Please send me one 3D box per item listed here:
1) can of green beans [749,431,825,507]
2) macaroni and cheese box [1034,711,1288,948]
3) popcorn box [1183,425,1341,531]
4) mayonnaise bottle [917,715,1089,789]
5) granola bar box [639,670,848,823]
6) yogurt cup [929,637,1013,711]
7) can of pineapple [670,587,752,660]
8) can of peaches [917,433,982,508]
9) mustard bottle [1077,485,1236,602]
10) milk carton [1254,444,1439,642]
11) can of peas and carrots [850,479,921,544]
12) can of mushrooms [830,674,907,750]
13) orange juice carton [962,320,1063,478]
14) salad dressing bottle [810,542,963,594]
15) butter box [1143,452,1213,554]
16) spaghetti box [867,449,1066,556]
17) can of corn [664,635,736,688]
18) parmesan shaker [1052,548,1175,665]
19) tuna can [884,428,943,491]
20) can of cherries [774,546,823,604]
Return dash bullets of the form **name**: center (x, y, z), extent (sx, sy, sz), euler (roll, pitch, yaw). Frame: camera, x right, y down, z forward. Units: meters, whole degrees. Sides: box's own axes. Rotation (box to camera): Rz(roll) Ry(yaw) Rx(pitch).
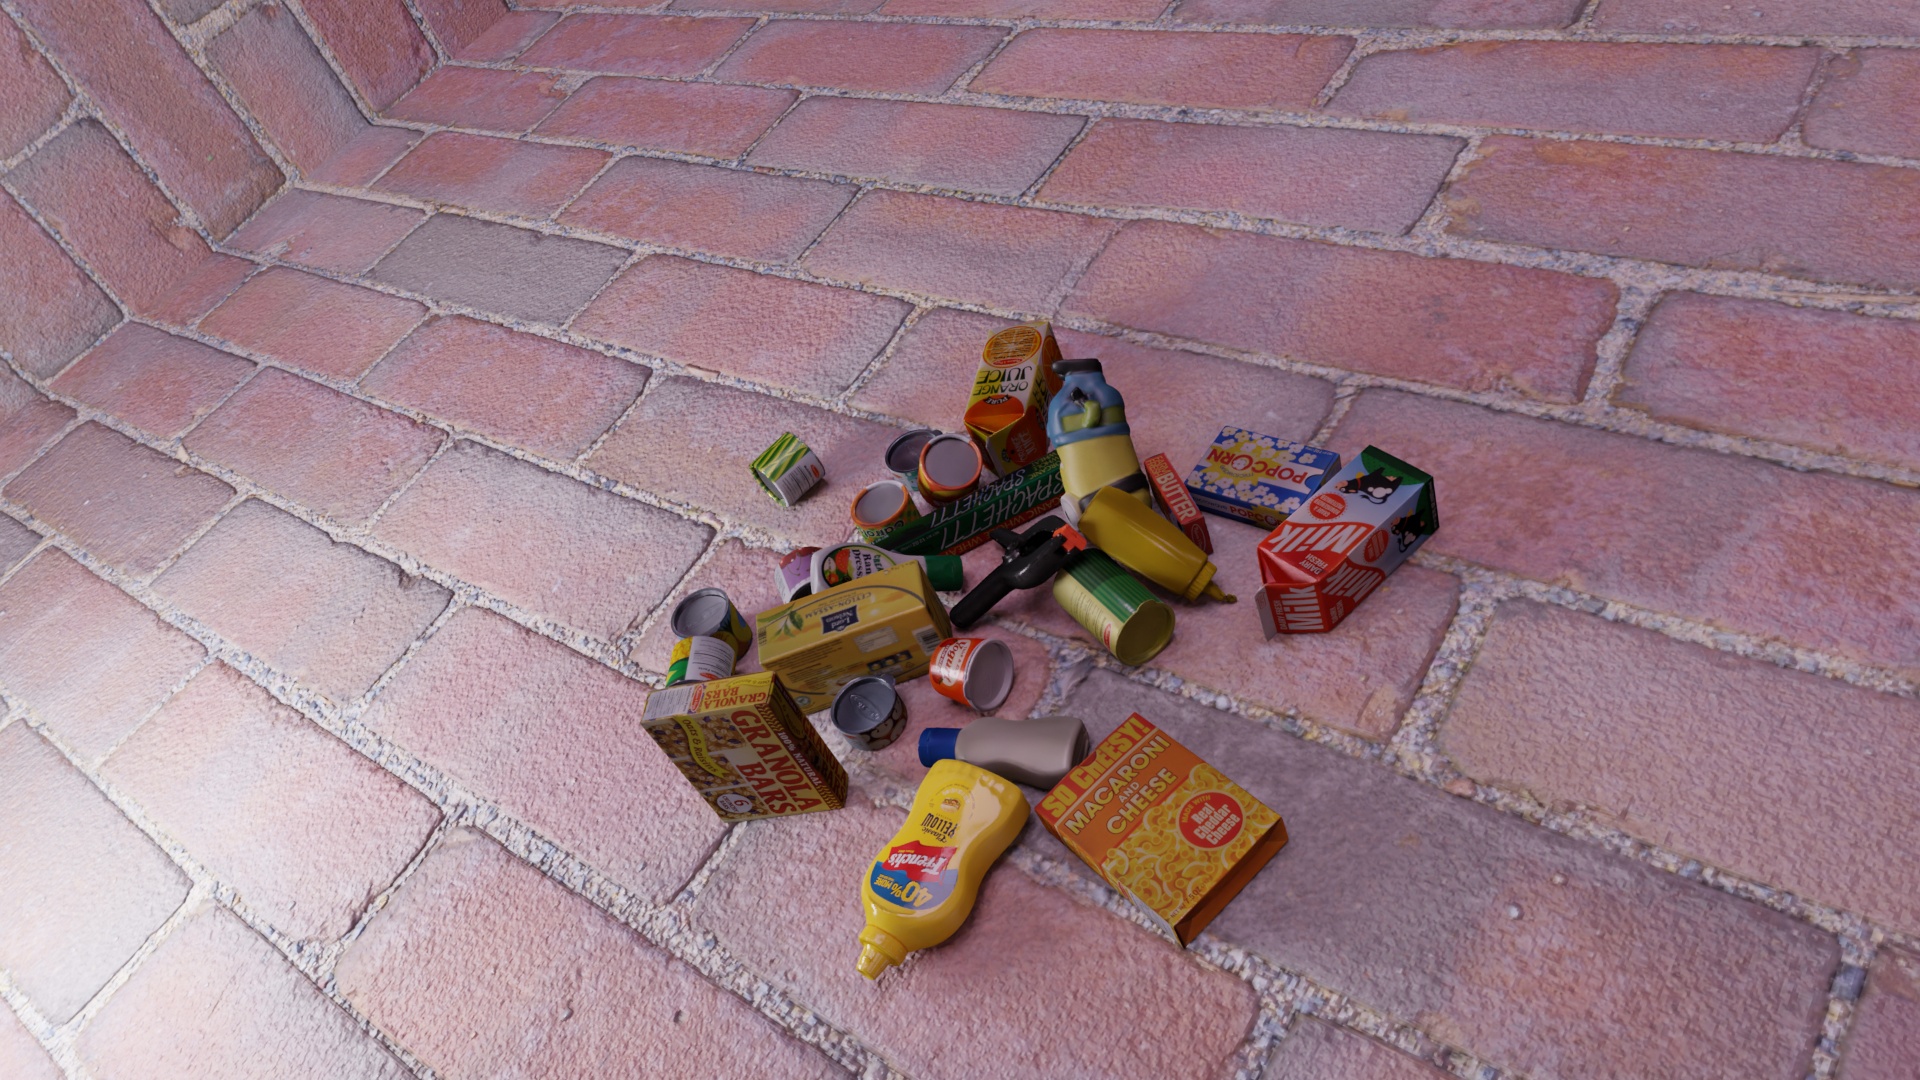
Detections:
- **can of green beans**: center (-0.195, -0.079, 1.564), extent (0.058, 0.071, 0.071), euler (-43, 46, -16)
- **macaroni and cheese box**: center (0.160, 0.228, 1.123), extent (0.124, 0.040, 0.167), euler (-41, 45, -16)
- **popcorn box**: center (0.290, -0.058, 1.335), extent (0.127, 0.038, 0.085), euler (19, 58, 38)
- **mayonnaise bottle**: center (0.036, 0.185, 1.223), extent (0.148, 0.041, 0.065), euler (-2, 46, 25)
- **granola bar box**: center (-0.189, 0.186, 1.237), extent (0.124, 0.164, 0.039), euler (-11, 45, 17)
- **yogurt cup**: center (0.009, 0.120, 1.281), extent (0.054, 0.072, 0.073), euler (7, 52, 41)
- **can of pineapple**: center (-0.256, 0.093, 1.435), extent (0.071, 0.057, 0.071), euler (-13, 45, 14)
- **can of peaches**: center (-0.011, -0.070, 1.457), extent (0.071, 0.058, 0.071), euler (2, 69, -4)
- **mustard bottle**: center (0.185, 0.013, 1.279), extent (0.160, 0.048, 0.065), euler (36, 28, 8)
- **milk carton**: center (0.330, 0.009, 1.227), extent (0.191, 0.072, 0.073), euler (-40, 45, -14)
- **can of peas and carrots**: center (-0.076, -0.019, 1.456), extent (0.071, 0.058, 0.071), euler (-14, 45, 14)
- **can of mushrooms**: center (-0.084, 0.161, 1.306), extent (0.071, 0.033, 0.071), euler (-14, 44, 14)
- **orange juice carton**: center (0.057, -0.146, 1.504), extent (0.073, 0.071, 0.194), euler (-4, 47, 22)
- **salad dressing bottle**: center (-0.072, 0.033, 1.374), extent (0.148, 0.044, 0.064), euler (-1, 74, -14)
- **butter box**: center (0.209, -0.034, 1.339), extent (0.024, 0.053, 0.104), euler (-23, 43, 1)
- **spaghetti box**: center (0.005, -0.018, 1.422), extent (0.250, 0.050, 0.029), euler (-26, 43, 0)
- **can of corn**: center (-0.261, 0.139, 1.390), extent (0.071, 0.071, 0.058), euler (-13, 44, 14)
- **parmesan shaker**: center (0.140, 0.057, 1.273), extent (0.071, 0.071, 0.103), euler (-36, 44, -10)
- **tuna can**: center (-0.045, -0.090, 1.526), extent (0.071, 0.032, 0.071), euler (-13, 45, 14)
- **can of cherries**: center (-0.150, 0.047, 1.423), extent (0.071, 0.071, 0.058), euler (-29, 42, -2)
